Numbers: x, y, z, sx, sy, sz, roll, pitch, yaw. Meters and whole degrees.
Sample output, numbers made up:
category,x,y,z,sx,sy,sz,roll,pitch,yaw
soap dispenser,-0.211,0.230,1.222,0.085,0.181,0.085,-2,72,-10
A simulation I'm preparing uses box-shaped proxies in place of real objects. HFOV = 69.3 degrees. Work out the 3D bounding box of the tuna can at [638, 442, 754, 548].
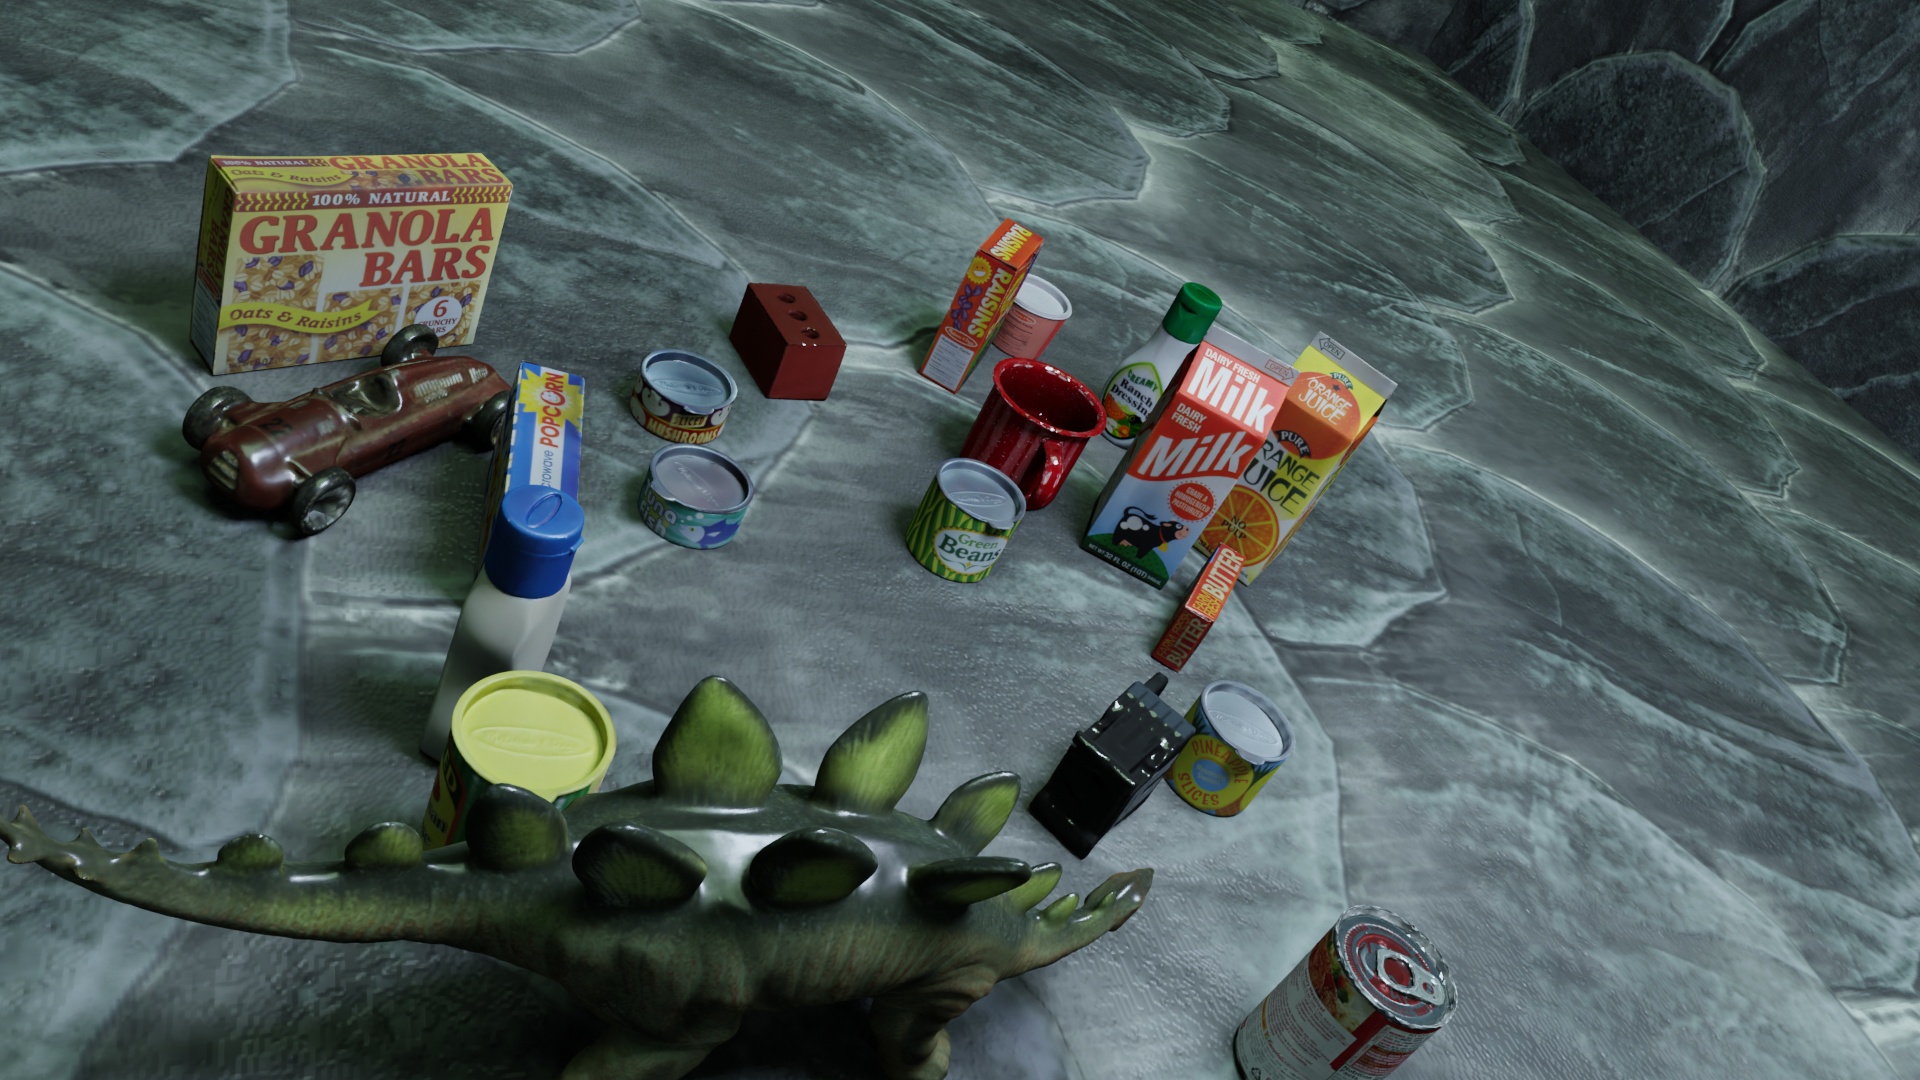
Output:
category,x,y,z,sx,sy,sz,roll,pitch,yaw
tuna can,-0.167,-0.027,0.865,0.071,0.032,0.071,19,35,-14

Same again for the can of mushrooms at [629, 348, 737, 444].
category,x,y,z,sx,sy,sz,roll,pitch,yaw
can of mushrooms,-0.188,-0.096,0.940,0.071,0.033,0.071,19,35,-14

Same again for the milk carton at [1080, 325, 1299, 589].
category,x,y,z,sx,sy,sz,roll,pitch,yaw
milk carton,0.166,-0.064,1.010,0.072,0.189,0.074,28,34,-1

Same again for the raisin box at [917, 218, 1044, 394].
category,x,y,z,sx,sy,sz,roll,pitch,yaw
raisin box,0.017,-0.191,1.130,0.040,0.122,0.086,30,34,2

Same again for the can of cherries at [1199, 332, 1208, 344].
category,x,y,z,sx,sy,sz,roll,pitch,yaw
can of cherries,0.240,-0.151,1.294,0.071,0.058,0.072,19,35,-14

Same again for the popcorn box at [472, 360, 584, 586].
category,x,y,z,sx,sy,sz,roll,pitch,yaw
popcorn box,-0.239,-0.027,0.768,0.038,0.084,0.127,13,37,-23

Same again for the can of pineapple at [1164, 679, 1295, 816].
category,x,y,z,sx,sy,sz,roll,pitch,yaw
can of pineapple,0.166,0.131,0.872,0.071,0.057,0.071,19,35,-14

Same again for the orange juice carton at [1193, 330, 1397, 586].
category,x,y,z,sx,sy,sz,roll,pitch,yaw
orange juice carton,0.254,-0.065,1.072,0.072,0.191,0.073,38,35,14

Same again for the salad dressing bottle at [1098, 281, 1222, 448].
category,x,y,z,sx,sy,sz,roll,pitch,yaw
salad dressing bottle,0.165,-0.145,1.153,0.064,0.147,0.044,41,35,17

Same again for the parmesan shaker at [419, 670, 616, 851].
category,x,y,z,sx,sy,sz,roll,pitch,yaw
parmesan shaker,-0.194,0.116,0.595,0.071,0.102,0.072,19,35,-14

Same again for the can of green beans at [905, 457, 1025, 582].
category,x,y,z,sx,sy,sz,roll,pitch,yaw
can of green beans,0.003,-0.013,0.946,0.071,0.057,0.071,19,35,-14

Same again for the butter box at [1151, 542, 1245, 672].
category,x,y,z,sx,sy,sz,roll,pitch,yaw
butter box,0.171,0.047,0.990,0.024,0.052,0.104,33,34,7

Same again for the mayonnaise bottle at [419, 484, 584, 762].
category,x,y,z,sx,sy,sz,roll,pitch,yaw
mayonnaise bottle,-0.210,0.040,0.644,0.041,0.147,0.065,27,34,-3

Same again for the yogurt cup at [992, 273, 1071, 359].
category,x,y,z,sx,sy,sz,roll,pitch,yaw
yogurt cup,0.057,-0.197,1.228,0.072,0.053,0.073,19,35,-14

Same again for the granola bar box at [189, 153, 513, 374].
category,x,y,z,sx,sy,sz,roll,pitch,yaw
granola bar box,-0.363,-0.168,0.829,0.039,0.123,0.166,45,37,23
